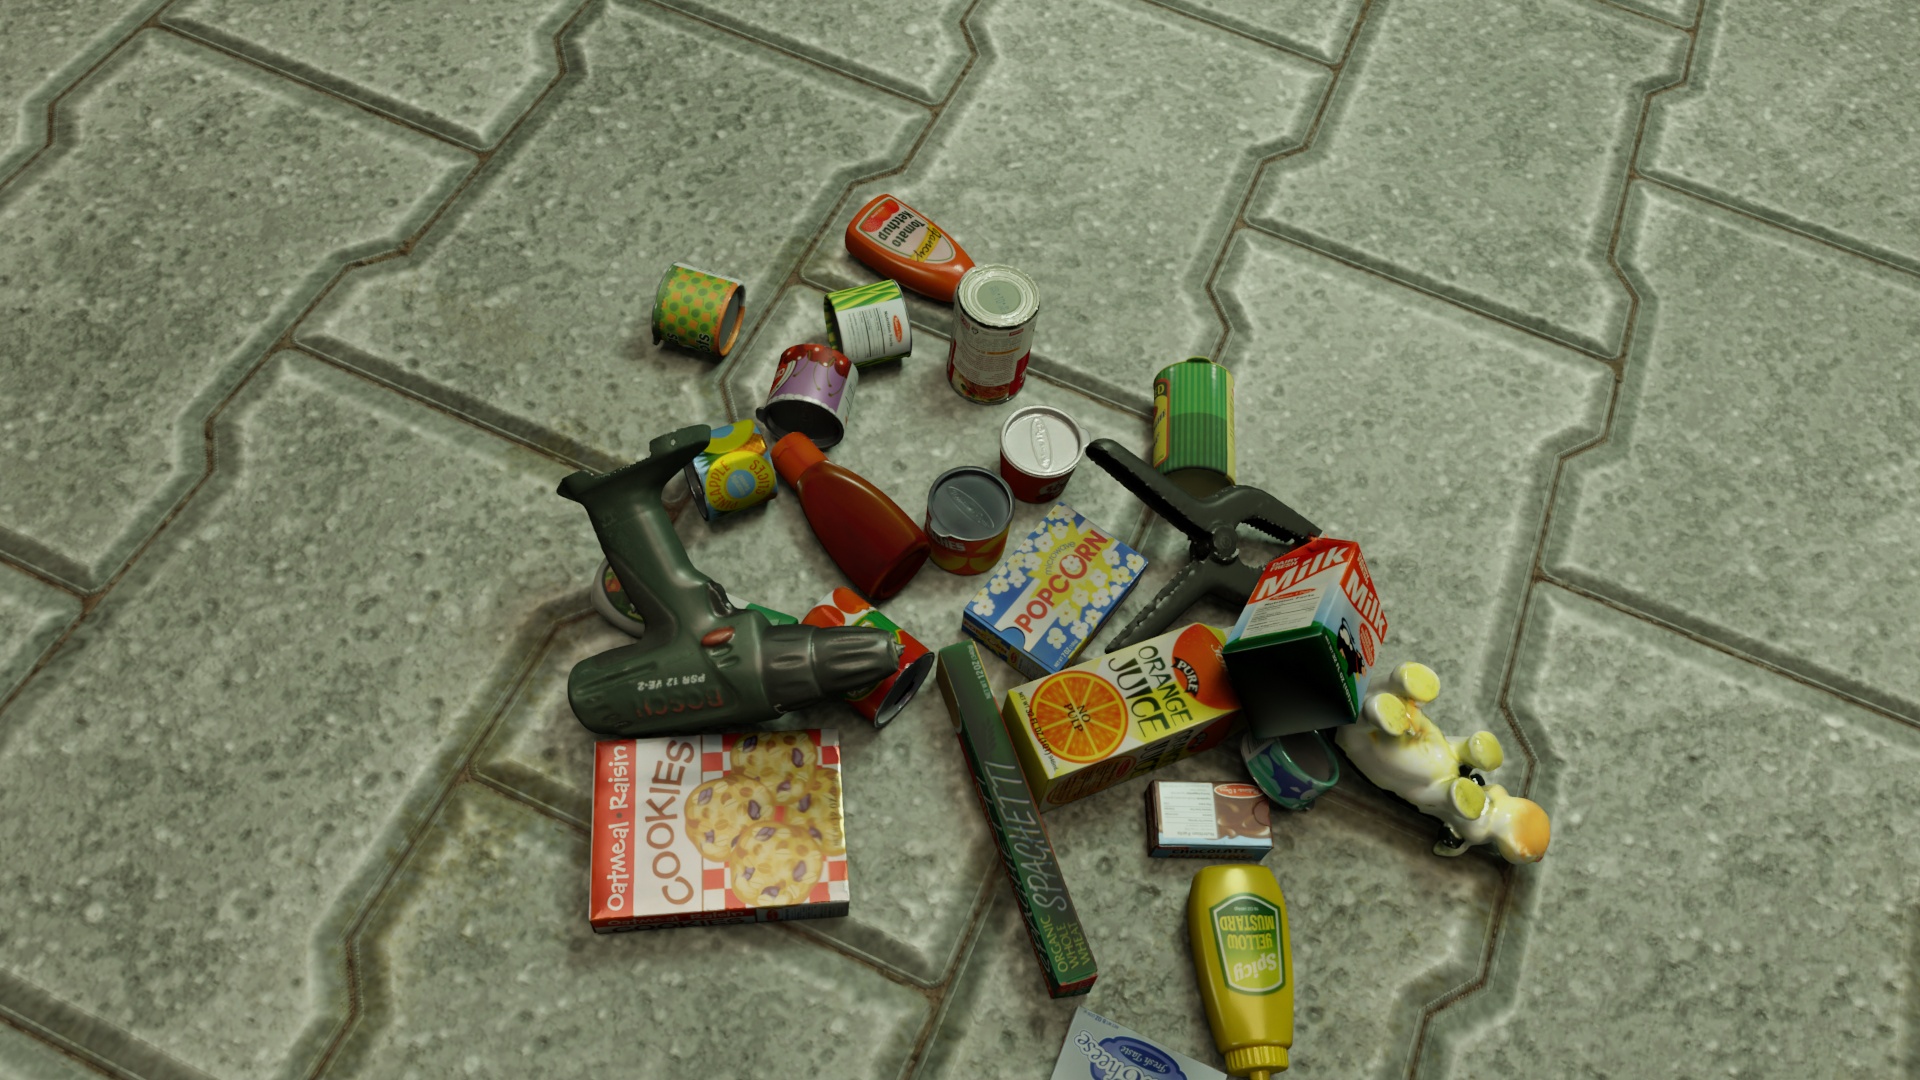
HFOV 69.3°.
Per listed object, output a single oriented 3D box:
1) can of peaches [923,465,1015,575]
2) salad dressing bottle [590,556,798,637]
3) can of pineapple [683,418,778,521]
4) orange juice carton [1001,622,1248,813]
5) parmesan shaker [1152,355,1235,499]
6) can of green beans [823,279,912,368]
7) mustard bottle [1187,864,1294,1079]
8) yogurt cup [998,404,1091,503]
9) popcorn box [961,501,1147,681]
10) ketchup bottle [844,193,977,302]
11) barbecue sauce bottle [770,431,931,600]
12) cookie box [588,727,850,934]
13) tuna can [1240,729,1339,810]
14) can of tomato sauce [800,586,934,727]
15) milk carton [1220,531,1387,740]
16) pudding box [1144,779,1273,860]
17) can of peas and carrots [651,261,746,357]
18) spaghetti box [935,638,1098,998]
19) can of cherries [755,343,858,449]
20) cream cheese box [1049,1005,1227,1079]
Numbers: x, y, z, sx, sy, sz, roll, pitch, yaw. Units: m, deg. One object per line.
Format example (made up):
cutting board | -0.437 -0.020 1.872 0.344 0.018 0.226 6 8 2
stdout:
can of peaches | 0.004 -0.013 1.064 0.071 0.057 0.071 3 60 -4
salad dressing bottle | -0.193 0.051 1.014 0.148 0.043 0.064 18 67 5
can of pineapple | -0.177 -0.054 1.063 0.058 0.070 0.071 -20 64 -17
orange juice carton | 0.130 0.120 0.990 0.193 0.072 0.072 -18 63 -16
parmesan shaker | 0.188 -0.086 1.118 0.071 0.071 0.103 7 60 -2
can of green beans | -0.077 -0.177 1.147 0.058 0.071 0.071 -14 62 -13
mustard bottle | 0.188 0.294 0.907 0.065 0.048 0.161 -1 60 -5
yogurt cup | 0.062 -0.066 1.103 0.072 0.053 0.073 3 60 -4
popcorn box | 0.071 0.041 1.050 0.085 0.038 0.127 36 62 13
ketchup bottle | -0.025 -0.240 1.202 0.149 0.043 0.065 35 62 14
barbecue sauce bottle | -0.090 -0.024 1.064 0.064 0.043 0.149 -49 65 10
cookie box | -0.162 0.194 0.936 0.168 0.040 0.123 -2 60 -8
tuna can | 0.236 0.156 0.985 0.071 0.032 0.071 29 34 -22
can of tomato sauce | -0.071 0.082 0.993 0.083 0.071 0.071 36 63 15
milk carton | 0.255 0.061 1.000 0.072 0.073 0.191 66 32 -14
pudding box | 0.174 0.196 0.974 0.084 0.030 0.050 2 59 -5
can of peas and carrots | -0.215 -0.187 1.140 0.059 0.070 0.071 16 60 3
spaghetti box | 0.035 0.187 0.954 0.029 0.050 0.251 -15 63 -12
can of cherries | -0.121 -0.115 1.105 0.071 0.071 0.059 11 59 1
cream cheese box | 0.112 0.344 0.885 0.104 0.024 0.053 23 61 8
